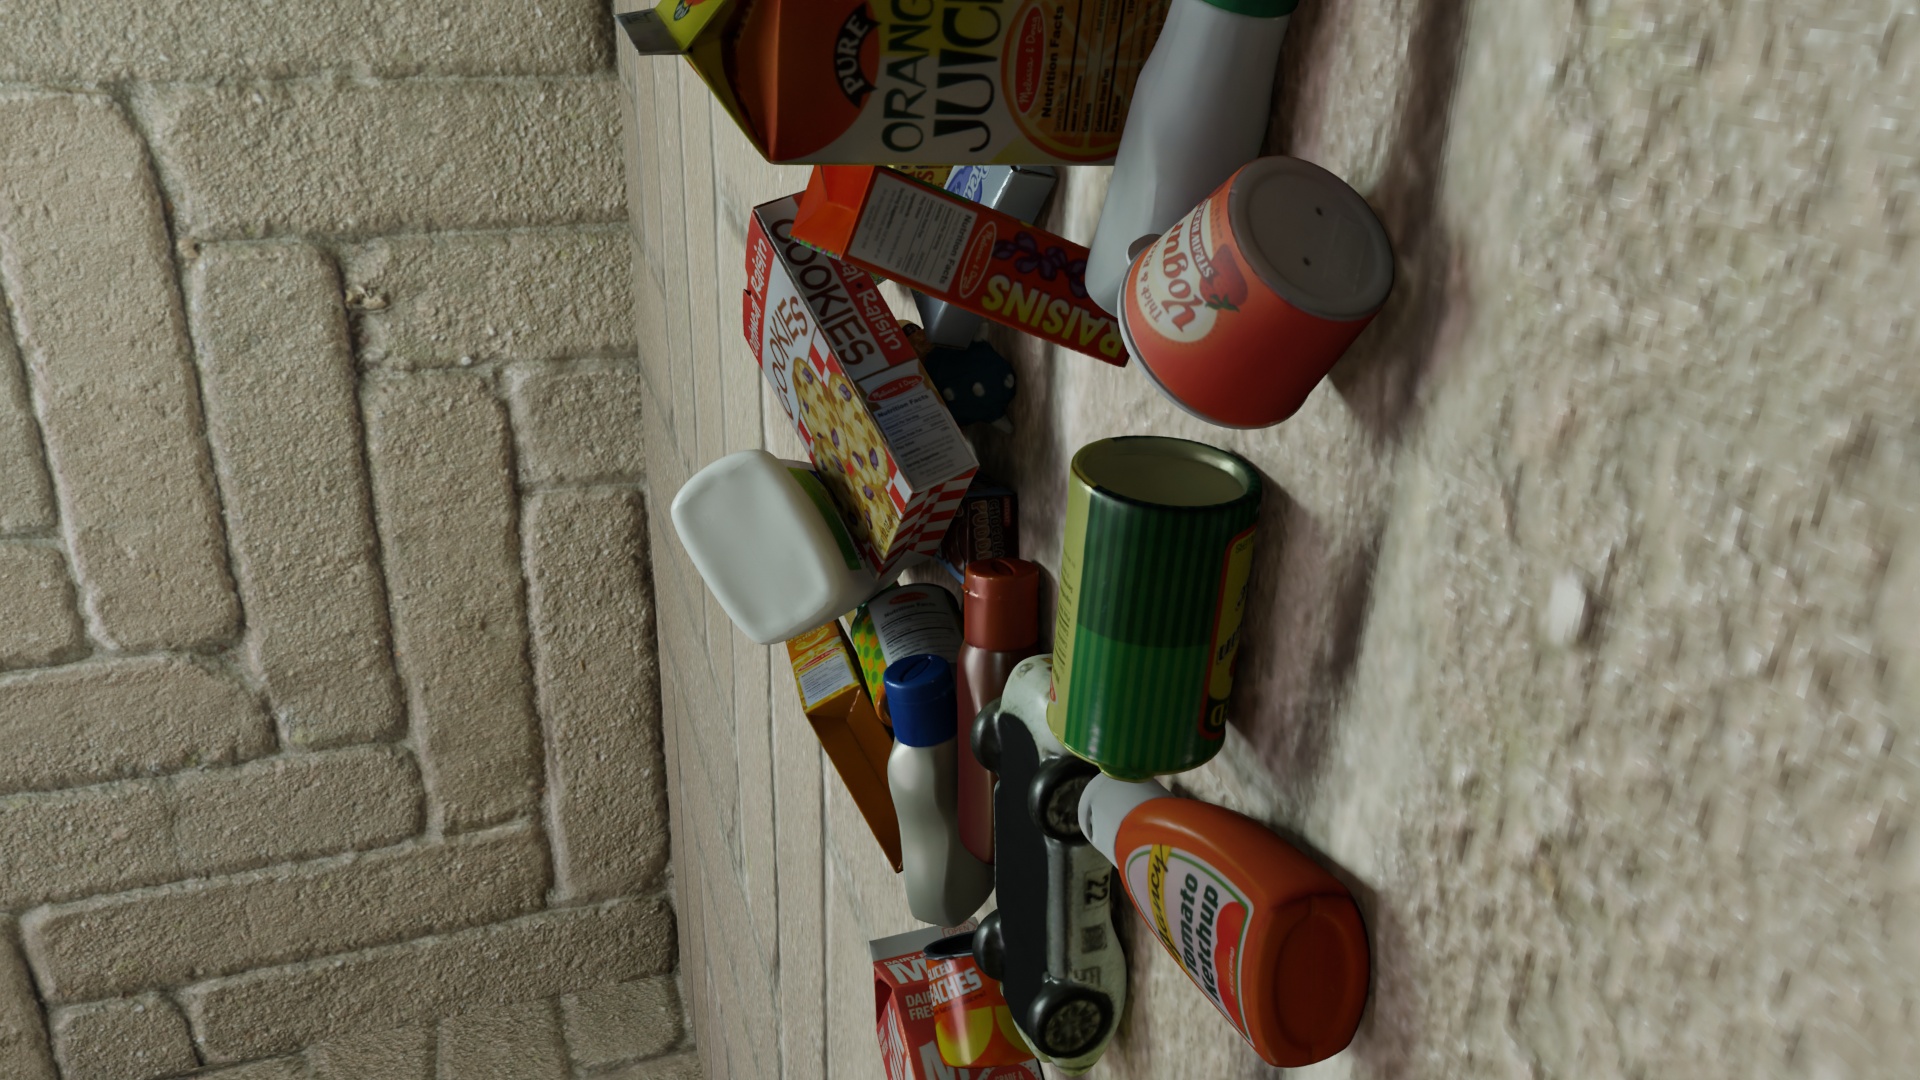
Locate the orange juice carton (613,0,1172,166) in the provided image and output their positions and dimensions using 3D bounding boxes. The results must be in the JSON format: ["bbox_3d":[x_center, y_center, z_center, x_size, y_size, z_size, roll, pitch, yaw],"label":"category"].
[{"bbox_3d":[-0.019,-0.174,0.482,0.072,0.193,0.072,-121,31,-54],"label":"orange juice carton"}]

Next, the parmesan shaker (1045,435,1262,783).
[{"bbox_3d":[0.067,0.023,0.488,0.071,0.071,0.102,-126,34,-57],"label":"parmesan shaker"}]

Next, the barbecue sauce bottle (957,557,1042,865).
[{"bbox_3d":[0.020,0.084,0.699,0.065,0.044,0.148,-128,36,-70],"label":"barbecue sauce bottle"}]

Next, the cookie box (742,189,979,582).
[{"bbox_3d":[-0.058,-0.076,0.709,0.168,0.040,0.122,61,160,14],"label":"cookie box"}]

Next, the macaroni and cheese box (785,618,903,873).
[{"bbox_3d":[-0.066,0.118,0.891,0.123,0.040,0.167,64,176,-20],"label":"macaroni and cheese box"}]

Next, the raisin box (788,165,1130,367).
[{"bbox_3d":[0.004,-0.111,0.545,0.040,0.123,0.086,-69,24,9],"label":"raisin box"}]

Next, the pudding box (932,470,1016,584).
[{"bbox_3d":[0.003,-0.009,0.745,0.084,0.030,0.049,-142,50,-66],"label":"pudding box"}]

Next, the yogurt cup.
[{"bbox_3d":[0.087,-0.073,0.402,0.053,0.072,0.072,132,130,-57],"label":"yogurt cup"}]

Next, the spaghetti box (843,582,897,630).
[{"bbox_3d":[-0.038,0.080,0.907,0.251,0.029,0.050,-124,31,-56],"label":"spaghetti box"}]

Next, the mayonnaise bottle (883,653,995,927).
[{"bbox_3d":[-0.012,0.134,0.759,0.041,0.065,0.147,4,115,30],"label":"mayonnaise bottle"}]

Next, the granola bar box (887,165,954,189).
[{"bbox_3d":[-0.044,-0.256,0.791,0.123,0.039,0.166,102,155,-46],"label":"granola bar box"}]

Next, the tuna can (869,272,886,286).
[{"bbox_3d":[-0.066,-0.182,0.848,0.071,0.033,0.071,55,-167,-18],"label":"tuna can"}]

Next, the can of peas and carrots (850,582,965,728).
[{"bbox_3d":[-0.024,0.069,0.798,0.070,0.071,0.059,101,155,-44],"label":"can of peas and carrots"}]

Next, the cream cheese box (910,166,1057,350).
[{"bbox_3d":[0.007,-0.146,0.655,0.103,0.024,0.053,-59,37,40],"label":"cream cheese box"}]

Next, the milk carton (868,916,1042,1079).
[{"bbox_3d":[0.003,0.310,0.787,0.073,0.072,0.191,107,150,-52],"label":"milk carton"}]

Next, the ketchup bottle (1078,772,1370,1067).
[{"bbox_3d":[0.088,0.123,0.500,0.149,0.043,0.064,-148,54,-69],"label":"ketchup bottle"}]

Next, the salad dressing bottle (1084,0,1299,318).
[{"bbox_3d":[0.077,-0.139,0.441,0.064,0.044,0.146,-88,9,-46],"label":"salad dressing bottle"}]

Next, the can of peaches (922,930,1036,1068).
[{"bbox_3d":[0.015,0.237,0.722,0.071,0.071,0.058,153,109,-71],"label":"can of peaches"}]
